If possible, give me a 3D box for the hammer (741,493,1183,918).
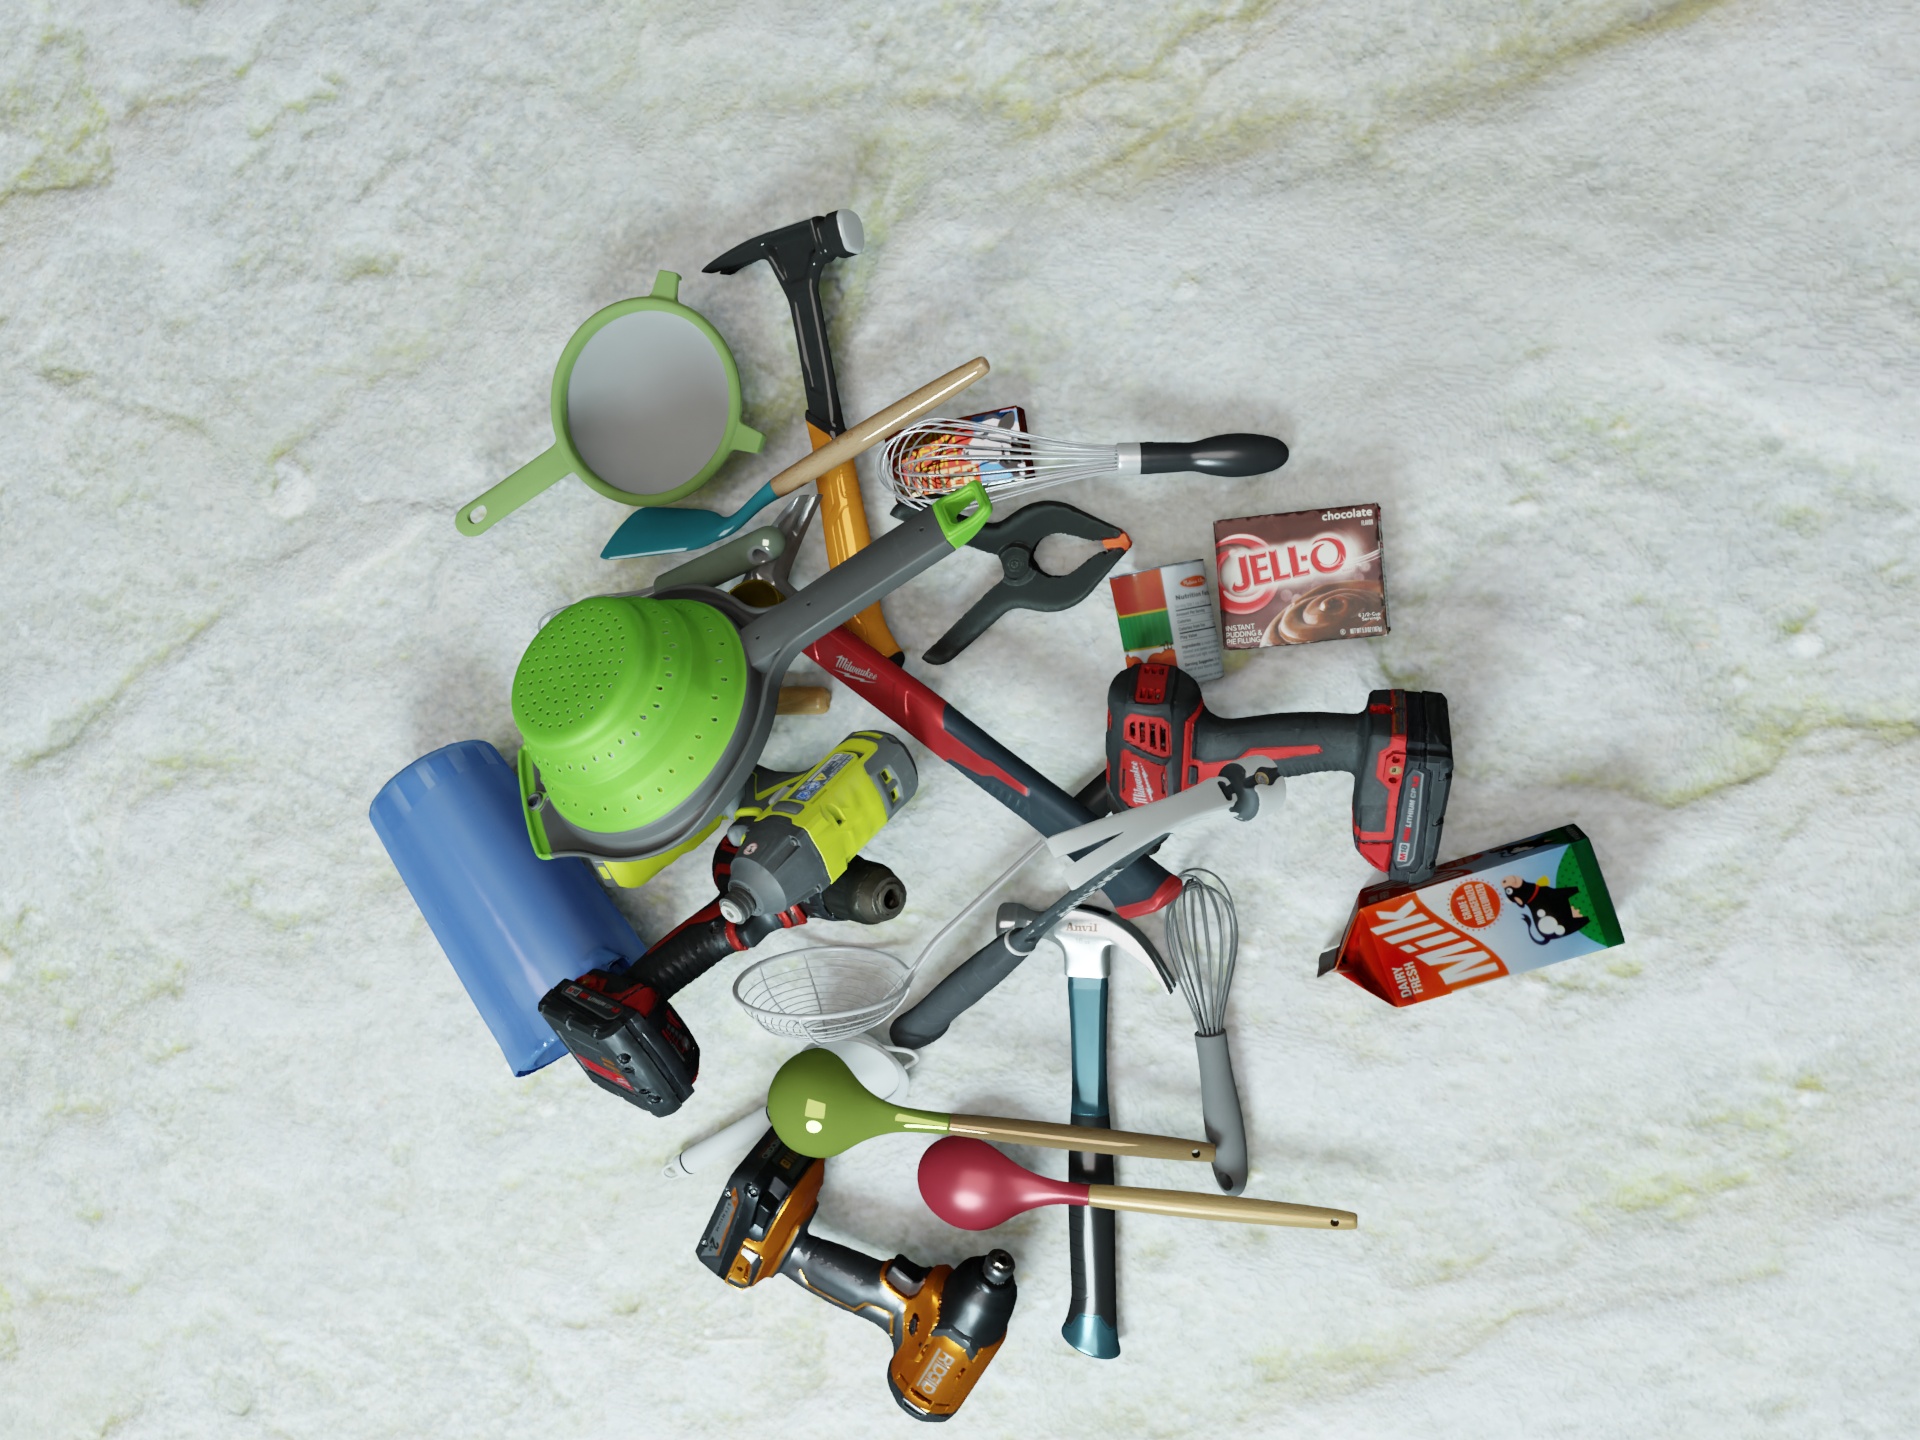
[{"bbox_3d":[-0.002,-0.004,1.098,0.386,0.038,0.143,36,115,20],"label":"hammer"}]

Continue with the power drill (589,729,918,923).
[{"bbox_3d":[-0.160,0.069,1.106,0.223,0.171,0.080,3,126,41],"label":"power drill"}]

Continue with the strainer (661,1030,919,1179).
[{"bbox_3d":[-0.133,0.292,1.209,0.258,0.050,0.086,-32,114,20],"label":"strainer"}]

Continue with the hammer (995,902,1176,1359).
[{"bbox_3d":[0.093,0.297,1.153,0.128,0.033,0.331,0,94,16],"label":"hammer"}]

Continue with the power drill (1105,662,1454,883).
[{"bbox_3d":[0.205,0.039,1.055,0.219,0.079,0.143,5,126,10],"label":"power drill"}]

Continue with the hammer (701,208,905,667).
[{"bbox_3d":[-0.100,-0.189,1.161,0.127,0.034,0.337,-8,95,31],"label":"hammer"}]

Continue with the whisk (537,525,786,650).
[{"bbox_3d":[-0.223,-0.093,1.175,0.246,0.059,0.057,-20,133,32],"label":"whisk"}]

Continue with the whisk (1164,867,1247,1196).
[{"bbox_3d":[0.179,0.221,1.120,0.055,0.055,0.239,-7,97,15],"label":"whisk"}]

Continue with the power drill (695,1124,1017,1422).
[{"bbox_3d":[-0.068,0.394,1.159,0.226,0.084,0.164,32,122,9],"label":"power drill"}]

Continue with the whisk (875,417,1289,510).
[{"bbox_3d":[0.083,-0.180,1.093,0.284,0.070,0.070,-2,94,2],"label":"whisk"}]

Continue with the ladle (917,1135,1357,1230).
[{"bbox_3d":[0.117,0.337,1.118,0.315,0.031,0.069,1,93,15],"label":"ladle"}]

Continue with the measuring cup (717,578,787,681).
[{"bbox_3d":[-0.148,-0.023,1.103,0.062,0.029,0.157,-7,67,28],"label":"measuring cup"}]

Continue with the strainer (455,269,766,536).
[{"bbox_3d":[-0.266,-0.208,1.194,0.256,0.069,0.151,-30,86,16],"label":"strainer"}]

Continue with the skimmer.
[{"bbox_3d":[-0.002,0.104,1.134,0.363,0.127,0.090,-42,103,6],"label":"skimmer"}]

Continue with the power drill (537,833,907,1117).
[{"bbox_3d":[-0.157,0.161,1.096,0.188,0.227,0.080,7,133,49],"label":"power drill"}]

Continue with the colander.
[{"bbox_3d":[-0.163,-0.058,1.045,0.397,0.094,0.205,-32,53,13],"label":"colander"}]

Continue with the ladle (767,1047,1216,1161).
[{"bbox_3d":[0.020,0.286,1.131,0.320,0.062,0.078,5,92,4],"label":"ladle"}]

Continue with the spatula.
[{"bbox_3d":[-0.117,-0.184,1.124,0.317,0.082,0.044,-25,115,26],"label":"spatula"}]

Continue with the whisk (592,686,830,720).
[{"bbox_3d":[-0.219,-0.016,1.210,0.245,0.051,0.047,-1,88,12],"label":"whisk"}]

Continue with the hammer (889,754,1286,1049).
[{"bbox_3d":[0.043,0.140,1.026,0.036,0.149,0.408,63,145,16],"label":"hammer"}]
